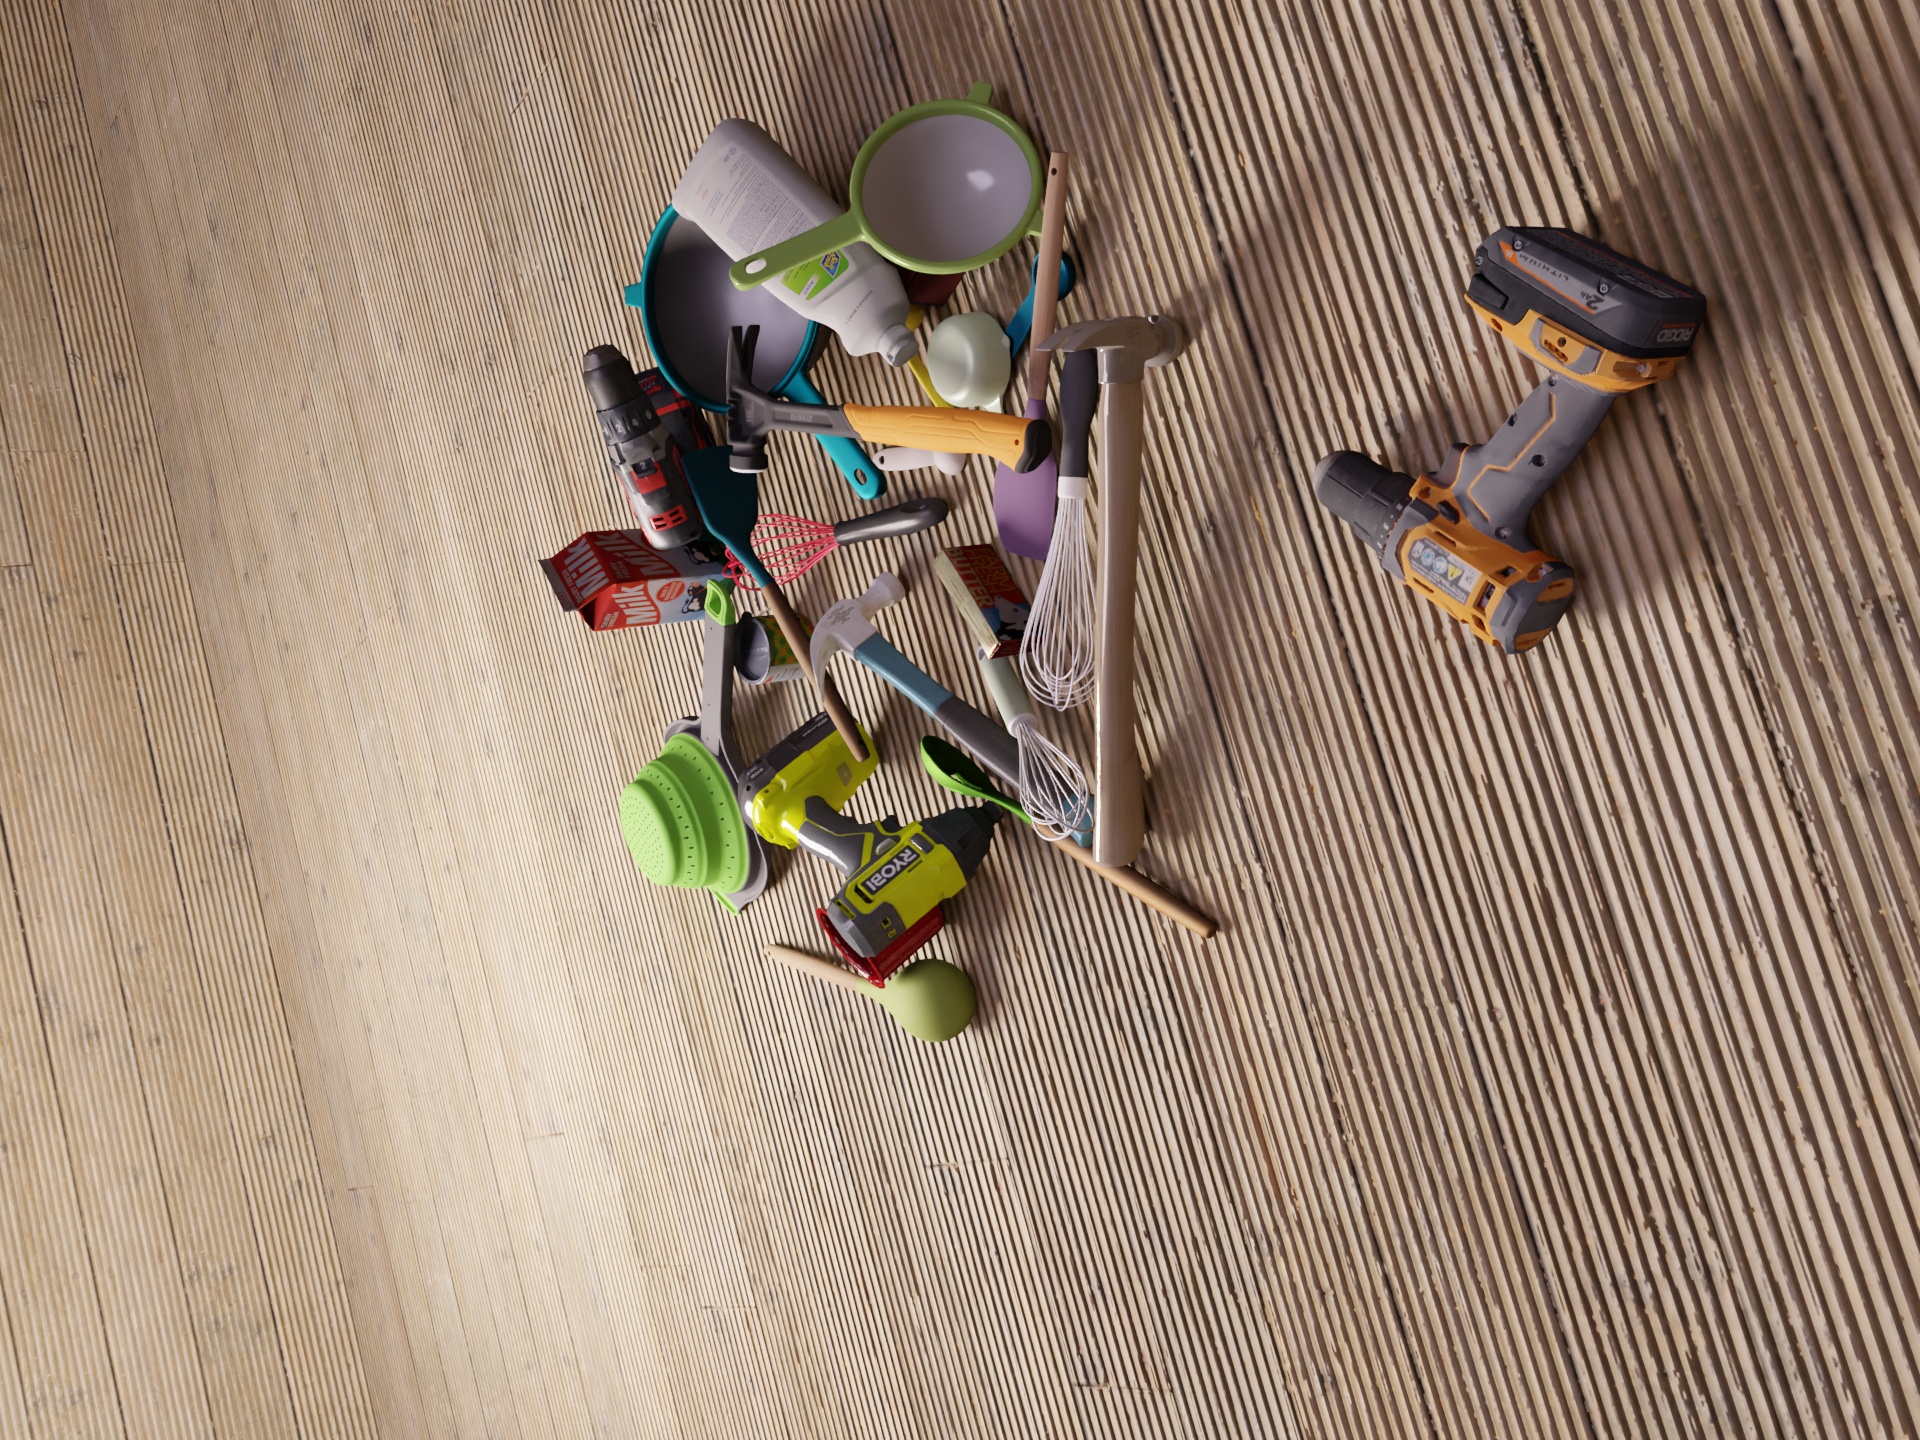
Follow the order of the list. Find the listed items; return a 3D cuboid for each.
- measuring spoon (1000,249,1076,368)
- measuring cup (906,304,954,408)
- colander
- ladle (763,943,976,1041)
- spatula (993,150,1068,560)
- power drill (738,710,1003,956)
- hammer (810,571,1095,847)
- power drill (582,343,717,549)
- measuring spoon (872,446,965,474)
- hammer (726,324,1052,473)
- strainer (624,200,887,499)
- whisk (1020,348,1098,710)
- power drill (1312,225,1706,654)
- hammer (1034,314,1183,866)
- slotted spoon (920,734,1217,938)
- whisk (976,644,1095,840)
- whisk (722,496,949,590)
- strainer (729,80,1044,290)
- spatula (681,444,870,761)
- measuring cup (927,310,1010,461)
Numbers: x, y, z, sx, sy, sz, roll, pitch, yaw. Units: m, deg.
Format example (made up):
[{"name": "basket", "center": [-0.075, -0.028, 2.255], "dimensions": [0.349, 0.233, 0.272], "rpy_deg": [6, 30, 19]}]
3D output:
[{"name": "measuring spoon", "center": [0.060, -0.323, 1.264], "dimensions": [0.042, 0.021, 0.128], "rpy_deg": [60, 144, 19]}, {"name": "measuring cup", "center": [-0.031, -0.312, 1.345], "dimensions": [0.029, 0.062, 0.156], "rpy_deg": [-38, 79, 34]}, {"name": "colander", "center": [-0.276, 0.040, 1.586], "dimensions": [0.205, 0.094, 0.396], "rpy_deg": [42, 138, 36]}, {"name": "ladle", "center": [-0.098, 0.245, 1.532], "dimensions": [0.320, 0.062, 0.078], "rpy_deg": [6, 109, 55]}, {"name": "spatula", "center": [0.060, -0.278, 1.240], "dimensions": [0.060, 0.018, 0.315], "rpy_deg": [21, 120, 29]}, {"name": "power drill", "center": [-0.081, 0.089, 1.402], "dimensions": [0.223, 0.171, 0.080], "rpy_deg": [37, 160, 41]}, {"name": "hammer", "center": [-0.002, -0.004, 1.332], "dimensions": [0.331, 0.128, 0.033], "rpy_deg": [38, 156, 30]}, {"name": "power drill", "center": [-0.294, -0.276, 1.496], "dimensions": [0.227, 0.080, 0.187], "rpy_deg": [-104, -7, -66]}, {"name": "measuring spoon", "center": [-0.042, -0.229, 1.388], "dimensions": [0.124, 0.018, 0.034], "rpy_deg": [6, 102, 48]}, {"name": "hammer", "center": [-0.068, -0.252, 1.304], "dimensions": [0.337, 0.034, 0.127], "rpy_deg": [14, 111, 36]}, {"name": "strainer", "center": [-0.149, -0.336, 1.439], "dimensions": [0.211, 0.095, 0.340], "rpy_deg": [-43, 76, 31]}, {"name": "whisk", "center": [0.085, -0.149, 1.238], "dimensions": [0.070, 0.070, 0.284], "rpy_deg": [10, 99, 47]}, {"name": "power drill", "center": [0.315, -0.178, 0.956], "dimensions": [0.186, 0.084, 0.226], "rpy_deg": [44, 132, 36]}, {"name": "hammer", "center": [0.109, -0.085, 1.170], "dimensions": [0.038, 0.146, 0.410], "rpy_deg": [11, 110, 35]}, {"name": "slotted spoon", "center": [0.080, 0.094, 1.291], "dimensions": [0.314, 0.070, 0.031], "rpy_deg": [31, 102, 34]}, {"name": "whisk", "center": [0.053, 0.009, 1.253], "dimensions": [0.057, 0.059, 0.247], "rpy_deg": [-55, 32, 24]}, {"name": "whisk", "center": [-0.121, -0.169, 1.459], "dimensions": [0.296, 0.073, 0.073], "rpy_deg": [-7, 92, 43]}, {"name": "strainer", "center": [-0.057, -0.386, 1.256], "dimensions": [0.069, 0.256, 0.152], "rpy_deg": [66, -179, -75]}, {"name": "spatula", "center": [-0.156, -0.104, 1.424], "dimensions": [0.044, 0.082, 0.318], "rpy_deg": [-42, 72, 44]}, {"name": "measuring cup", "center": [0.015, -0.251, 1.301], "dimensions": [0.083, 0.038, 0.167], "rpy_deg": [-17, 87, 56]}]
